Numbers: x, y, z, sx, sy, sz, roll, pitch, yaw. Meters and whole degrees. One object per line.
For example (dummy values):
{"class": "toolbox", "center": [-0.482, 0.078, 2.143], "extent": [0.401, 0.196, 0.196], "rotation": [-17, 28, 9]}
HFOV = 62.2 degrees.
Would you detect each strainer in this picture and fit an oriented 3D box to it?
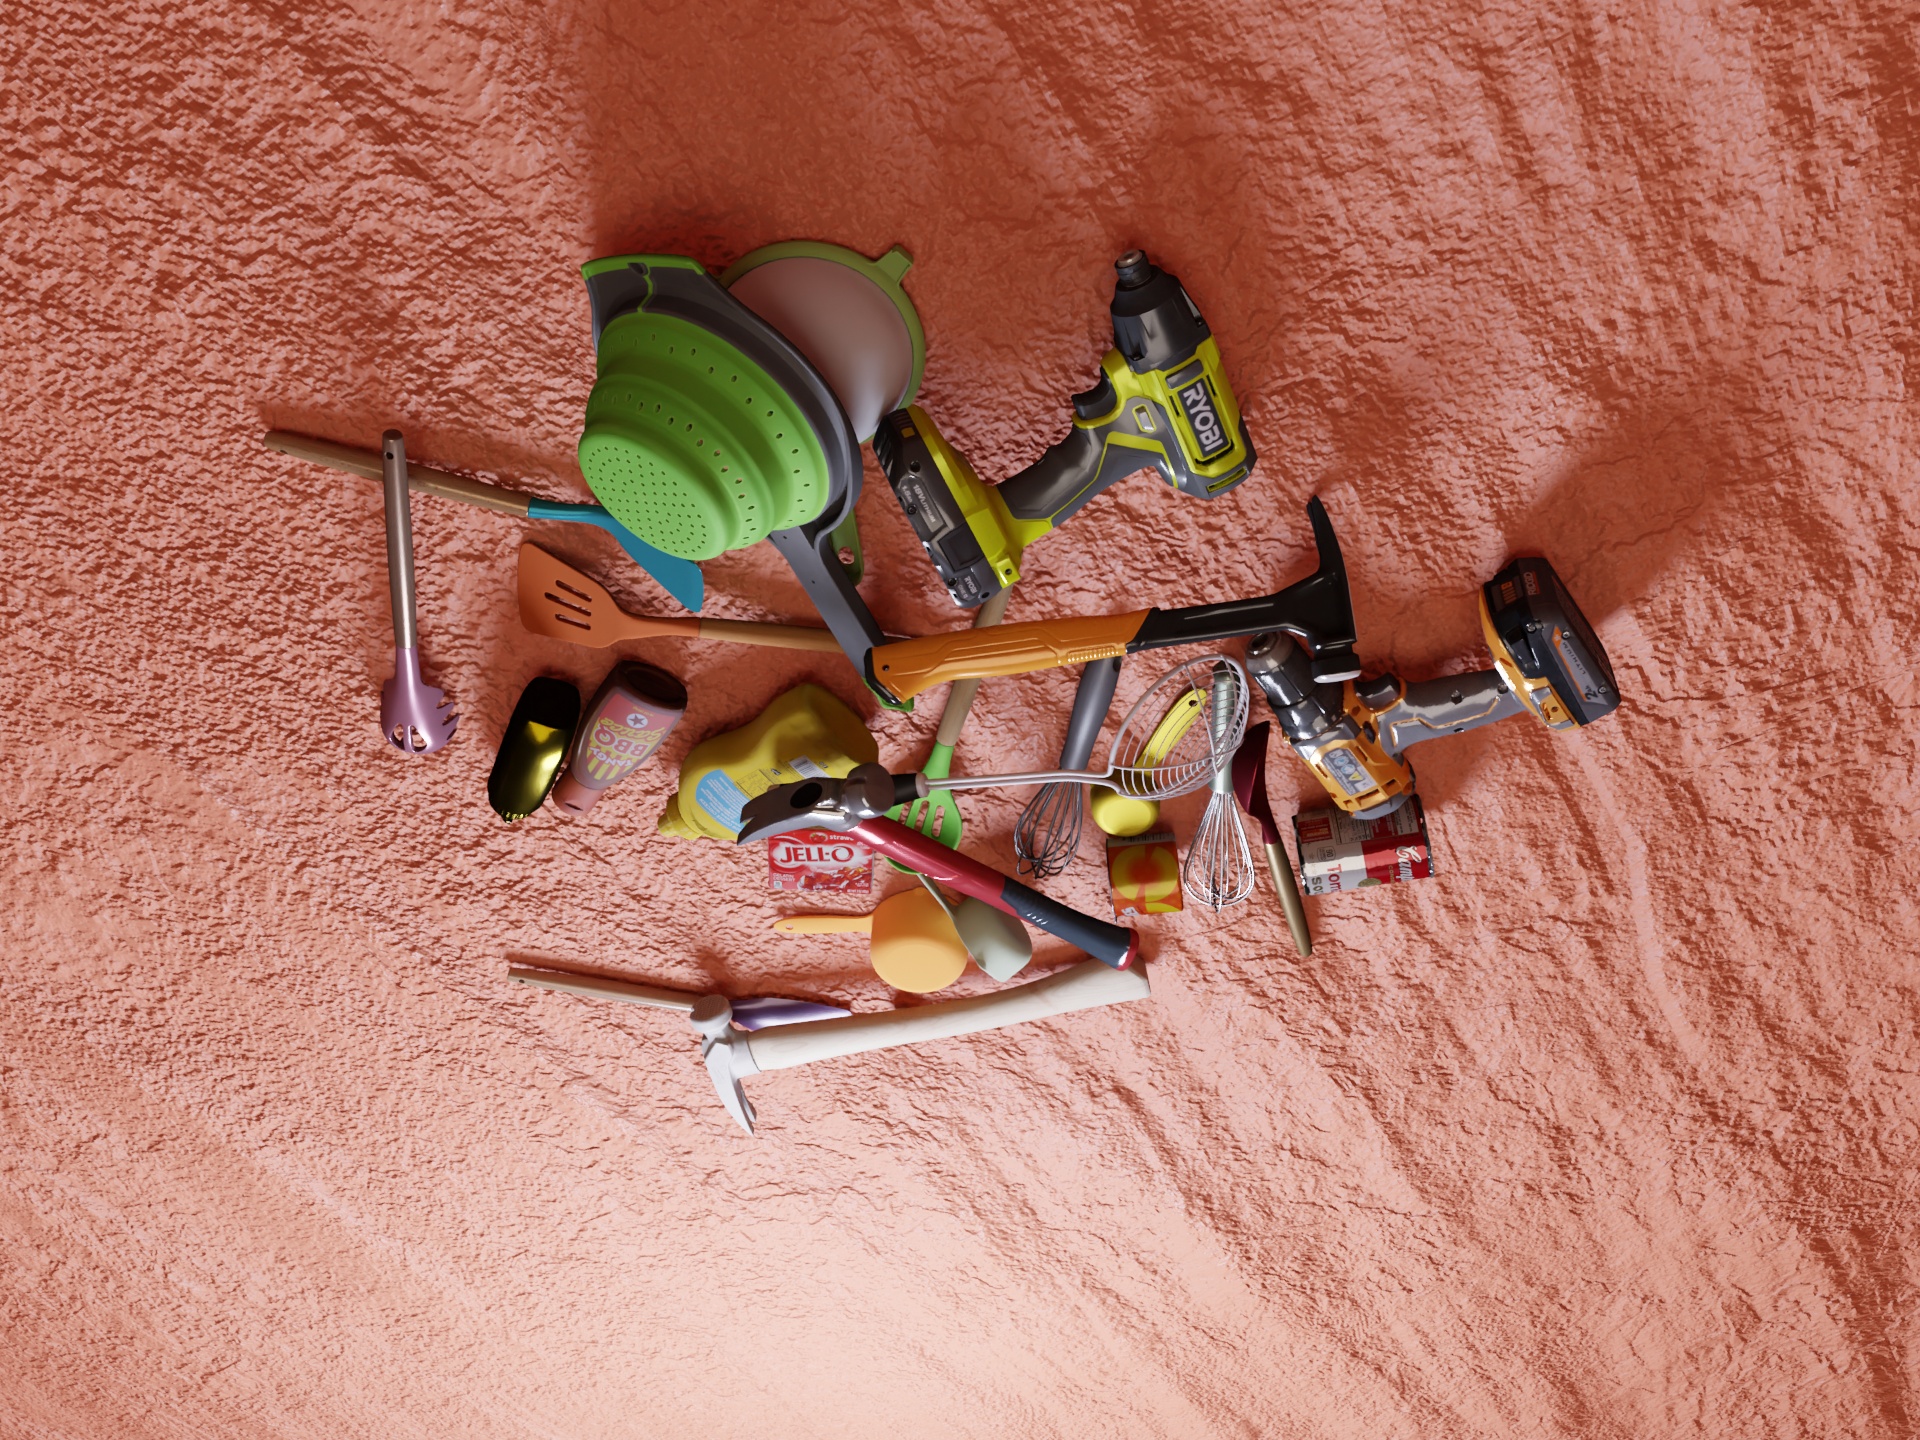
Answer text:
{"class": "strainer", "center": [-0.094, -0.184, 1.055], "extent": [0.151, 0.069, 0.256], "rotation": [-3, 128, 5]}

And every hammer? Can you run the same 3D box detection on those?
{"class": "hammer", "center": [0.100, -0.066, 1.094], "extent": [0.337, 0.034, 0.127], "rotation": [-9, 85, 1]}
{"class": "hammer", "center": [0.004, 0.130, 1.258], "extent": [0.143, 0.038, 0.385], "rotation": [-18, 146, 37]}
{"class": "hammer", "center": [-0.030, 0.281, 1.443], "extent": [0.410, 0.038, 0.146], "rotation": [-12, 118, 8]}

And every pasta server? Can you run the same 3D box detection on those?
{"class": "pasta server", "center": [-0.404, -0.082, 1.159], "extent": [0.060, 0.040, 0.316], "rotation": [10, 133, -6]}

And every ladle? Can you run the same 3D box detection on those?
{"class": "ladle", "center": [0.257, 0.108, 1.287], "extent": [0.031, 0.069, 0.315], "rotation": [5, 144, 26]}

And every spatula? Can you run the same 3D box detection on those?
{"class": "spatula", "center": [-0.329, -0.147, 1.109], "extent": [0.317, 0.044, 0.082], "rotation": [14, 159, -5]}
{"class": "spatula", "center": [-0.258, 0.261, 1.469], "extent": [0.316, 0.018, 0.059], "rotation": [11, 128, -8]}
{"class": "spatula", "center": [-0.169, -0.073, 1.184], "extent": [0.322, 0.041, 0.081], "rotation": [6, 129, -8]}

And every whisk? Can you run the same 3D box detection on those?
{"class": "whisk", "center": [0.086, 0.033, 1.247], "extent": [0.055, 0.055, 0.238], "rotation": [11, 125, -6]}
{"class": "whisk", "center": [0.207, 0.056, 1.261], "extent": [0.059, 0.058, 0.246], "rotation": [3, 126, 11]}

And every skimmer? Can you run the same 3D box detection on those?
{"class": "skimmer", "center": [0.033, 0.020, 1.187], "extent": [0.363, 0.090, 0.127], "rotation": [-5, 144, 13]}

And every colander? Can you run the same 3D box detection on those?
{"class": "colander", "center": [-0.138, -0.115, 1.049], "extent": [0.205, 0.094, 0.396], "rotation": [10, 145, 38]}

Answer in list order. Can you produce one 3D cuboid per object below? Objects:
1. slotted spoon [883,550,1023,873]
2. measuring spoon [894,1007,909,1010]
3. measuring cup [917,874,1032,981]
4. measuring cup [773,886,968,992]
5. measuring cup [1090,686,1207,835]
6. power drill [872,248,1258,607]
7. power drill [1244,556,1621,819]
{"class": "slotted spoon", "center": [-0.002, -0.004, 1.227], "extent": [0.070, 0.031, 0.313], "rotation": [17, 126, -4]}
{"class": "measuring spoon", "center": [-0.008, 0.273, 1.474], "extent": [0.124, 0.018, 0.034], "rotation": [-7, 117, 0]}
{"class": "measuring cup", "center": [0.003, 0.146, 1.340], "extent": [0.038, 0.083, 0.167], "rotation": [-35, 105, 11]}
{"class": "measuring cup", "center": [-0.078, 0.195, 1.382], "extent": [0.173, 0.052, 0.095], "rotation": [1, 130, -1]}
{"class": "measuring cup", "center": [0.153, 0.035, 1.253], "extent": [0.062, 0.029, 0.156], "rotation": [19, 130, -13]}
{"class": "power drill", "center": [0.064, -0.185, 1.022], "extent": [0.223, 0.080, 0.171], "rotation": [-29, 126, 3]}
{"class": "power drill", "center": [0.336, -0.033, 1.161], "extent": [0.226, 0.084, 0.185], "rotation": [-28, 122, 28]}
